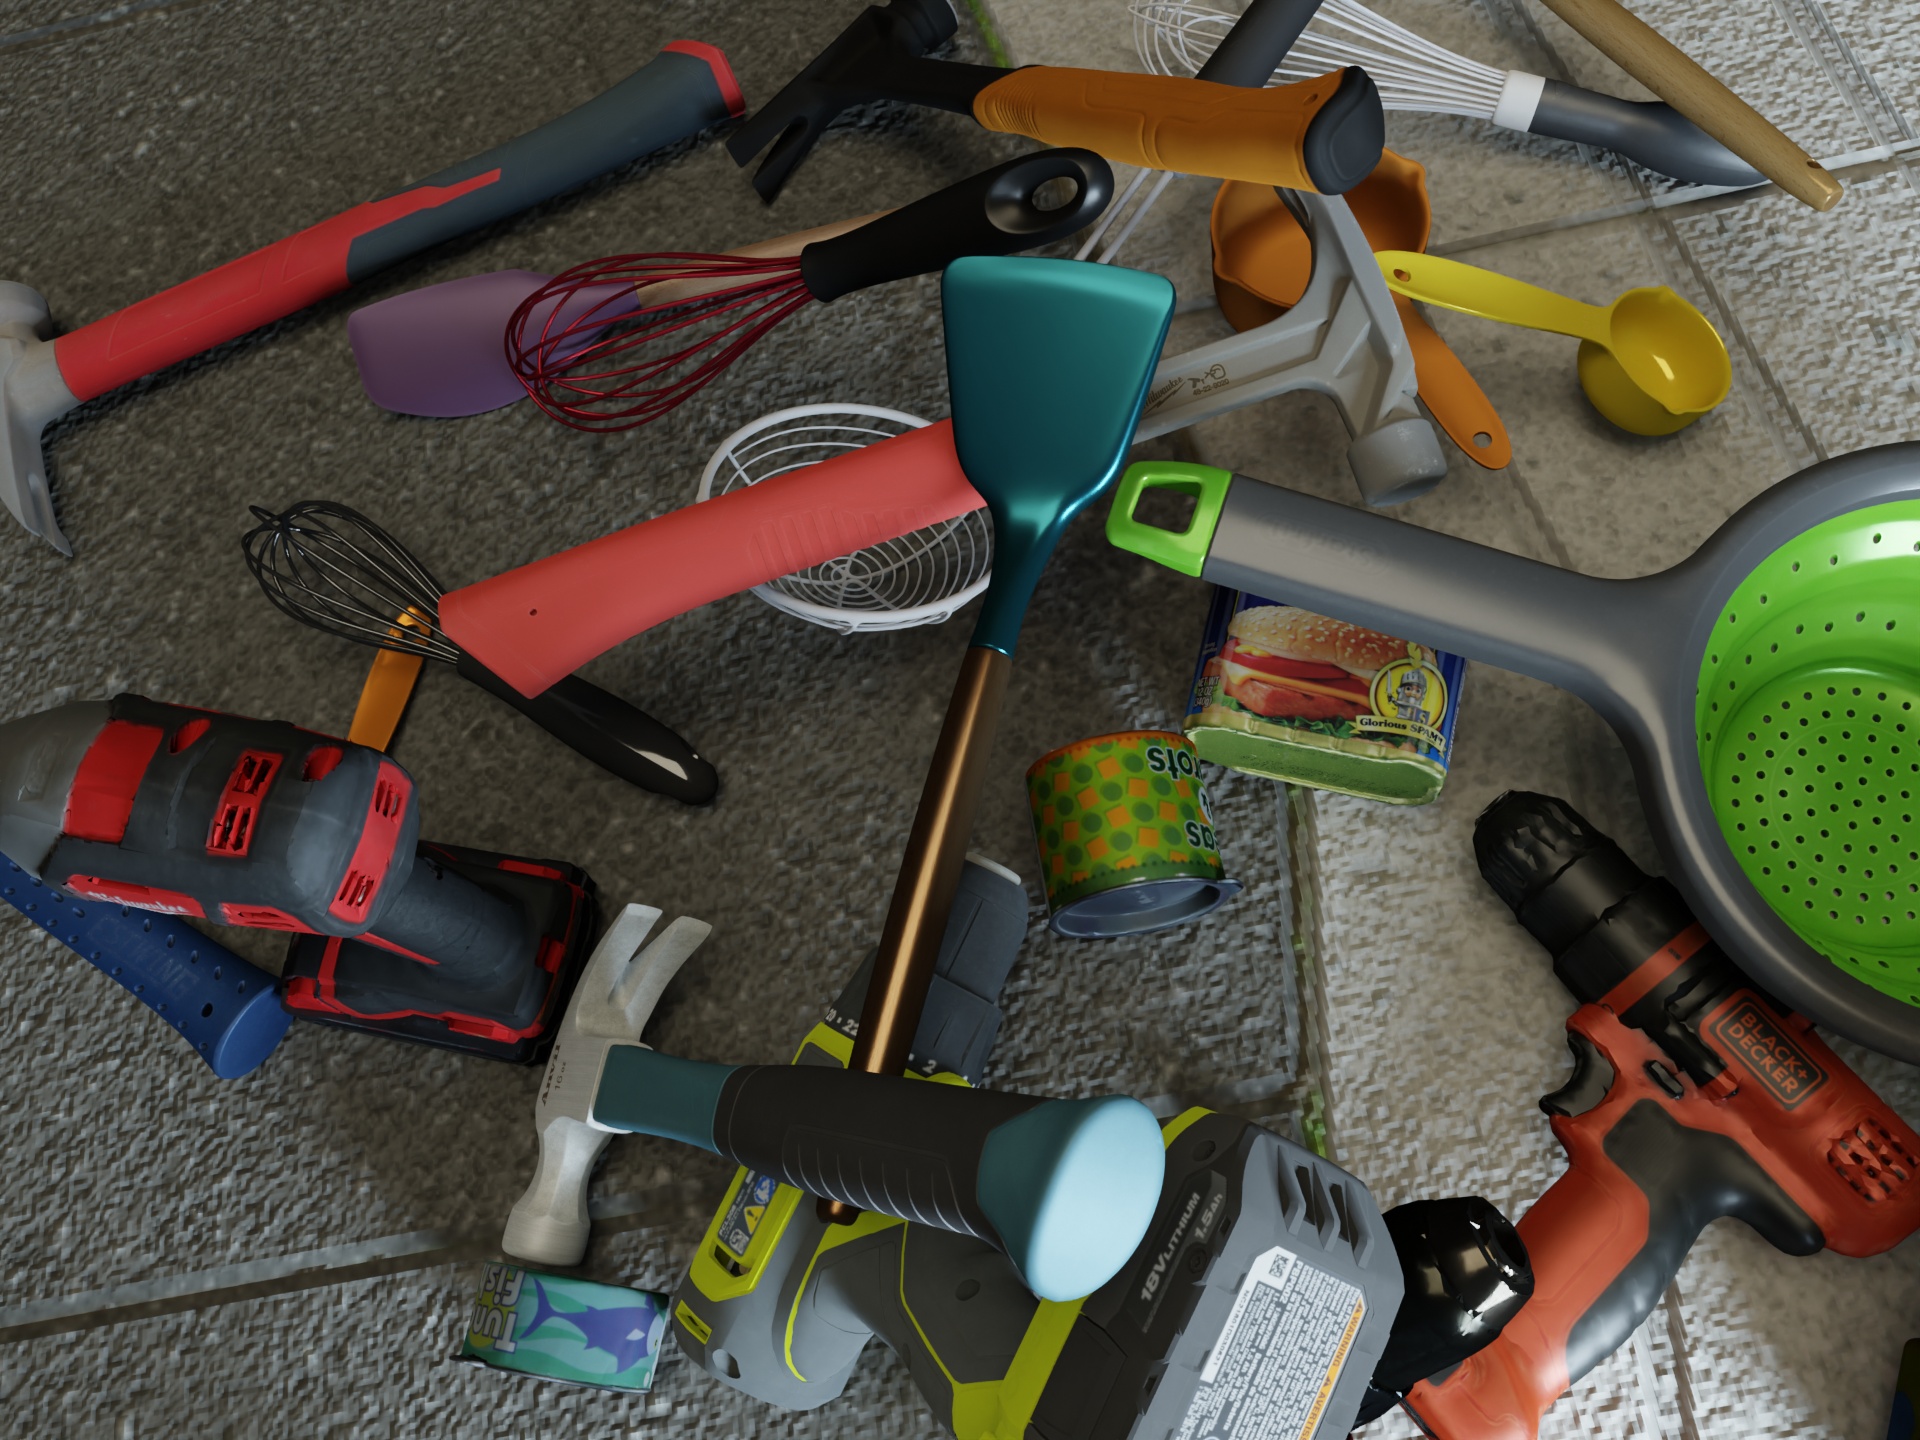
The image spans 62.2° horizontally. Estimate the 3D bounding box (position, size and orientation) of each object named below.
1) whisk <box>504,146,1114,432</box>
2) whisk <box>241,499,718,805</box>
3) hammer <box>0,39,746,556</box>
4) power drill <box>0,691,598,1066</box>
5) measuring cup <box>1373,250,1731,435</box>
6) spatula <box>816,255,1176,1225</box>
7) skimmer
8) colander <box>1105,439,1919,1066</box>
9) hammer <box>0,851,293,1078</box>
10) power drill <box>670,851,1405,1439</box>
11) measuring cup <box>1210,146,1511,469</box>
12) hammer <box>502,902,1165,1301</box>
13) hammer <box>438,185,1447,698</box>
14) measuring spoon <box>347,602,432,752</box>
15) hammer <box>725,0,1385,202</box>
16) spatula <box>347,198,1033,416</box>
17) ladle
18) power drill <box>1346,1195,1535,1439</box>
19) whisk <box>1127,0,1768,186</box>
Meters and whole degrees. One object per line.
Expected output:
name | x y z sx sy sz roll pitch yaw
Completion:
whisk | -0.071 -0.172 0.633 0.296 0.073 0.073 -8 66 32
whisk | -0.200 -0.029 0.656 0.239 0.055 0.055 29 76 12
hammer | -0.277 -0.213 0.747 0.386 0.038 0.143 -24 69 0
power drill | -0.221 0.054 0.537 0.143 0.219 0.079 8 71 12
measuring cup | 0.224 -0.150 0.619 0.156 0.029 0.062 13 65 -10
spatula | -0.001 -0.002 0.508 0.082 0.044 0.318 10 72 15
skimmer | 0.040 -0.188 0.631 0.127 0.090 0.363 38 92 21
colander | 0.242 -0.007 0.541 0.397 0.094 0.204 18 77 9
hammer | -0.441 0.026 0.682 0.406 0.035 0.144 28 76 18
power drill | 0.014 0.146 0.484 0.229 0.080 0.190 13 73 55
measuring cup | 0.167 -0.159 0.648 0.095 0.052 0.174 -28 69 -2
hammer | -0.057 0.118 0.465 0.033 0.331 0.128 20 73 -30
hammer | -0.015 -0.098 0.580 0.359 0.036 0.149 -19 77 -2
measuring spoon | -0.247 0.003 0.676 0.021 0.011 0.117 9 67 7
hammer | 0.028 -0.240 0.628 0.127 0.034 0.337 -46 40 -9
spatula | -0.121 -0.197 0.722 0.316 0.018 0.059 -15 101 1
ladle | 0.253 -0.310 0.676 0.069 0.031 0.316 -19 57 -23
power drill | 0.120 0.262 0.446 0.188 0.080 0.227 -40 64 26
whisk | 0.208 -0.274 0.684 0.284 0.070 0.070 18 73 10
